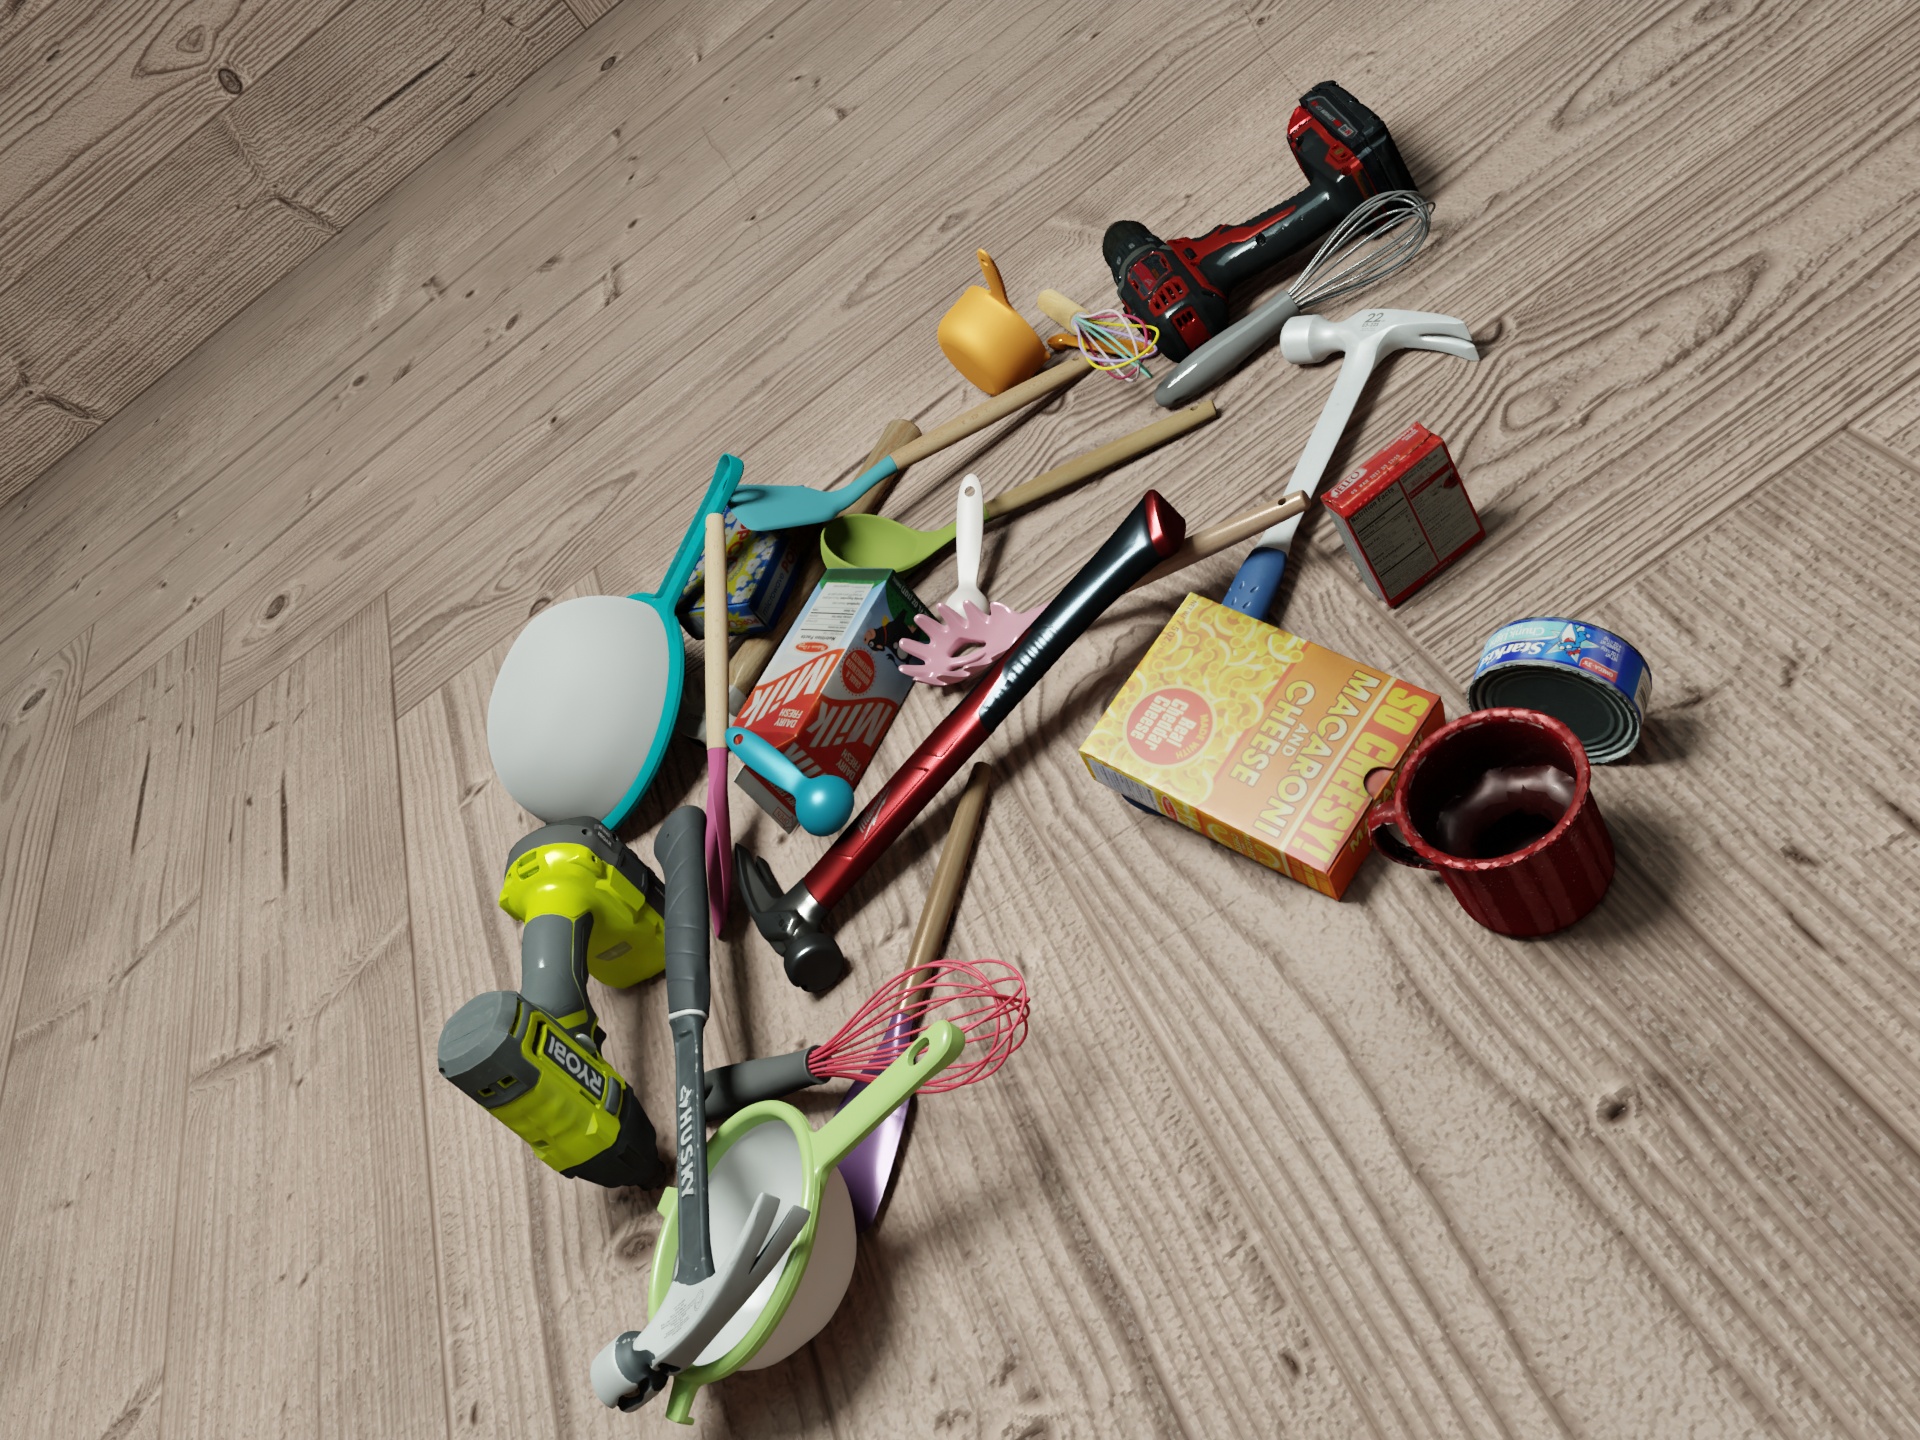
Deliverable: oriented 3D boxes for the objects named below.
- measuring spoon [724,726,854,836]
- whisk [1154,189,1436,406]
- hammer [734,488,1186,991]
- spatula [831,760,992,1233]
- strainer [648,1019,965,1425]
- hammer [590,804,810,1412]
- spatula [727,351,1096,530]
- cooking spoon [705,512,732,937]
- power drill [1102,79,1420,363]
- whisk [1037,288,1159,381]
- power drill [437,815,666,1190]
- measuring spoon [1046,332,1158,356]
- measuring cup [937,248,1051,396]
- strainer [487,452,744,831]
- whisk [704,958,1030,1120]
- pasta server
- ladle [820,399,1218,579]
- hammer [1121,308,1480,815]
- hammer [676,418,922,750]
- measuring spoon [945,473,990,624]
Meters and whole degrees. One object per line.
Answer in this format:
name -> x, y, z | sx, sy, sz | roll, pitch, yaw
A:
measuring spoon -> -0.122, 0.034, 1.062 | 0.129, 0.021, 0.042 | 33, 86, 35
whisk -> 0.242, -0.305, 1.164 | 0.239, 0.055, 0.055 | -35, 40, 14
hammer -> -0.002, -0.003, 1.045 | 0.386, 0.038, 0.143 | -48, 38, 7
spatula -> -0.029, 0.160, 0.980 | 0.060, 0.018, 0.316 | -8, 51, 38
strainer -> -0.068, 0.255, 0.856 | 0.256, 0.069, 0.152 | -46, 31, 19
hammer -> -0.161, 0.189, 0.953 | 0.149, 0.036, 0.409 | -45, 32, 21
spatula -> -0.033, -0.224, 1.258 | 0.317, 0.044, 0.082 | -29, 39, -7
cooking spoon -> -0.174, -0.003, 1.145 | 0.068, 0.017, 0.319 | 130, 139, -66
power drill -> 0.218, -0.390, 1.238 | 0.226, 0.080, 0.188 | -35, 40, 13
whisk -> 0.105, -0.312, 1.258 | 0.047, 0.051, 0.245 | -59, 23, 15
power drill -> -0.243, 0.184, 1.026 | 0.080, 0.171, 0.223 | -28, 33, 16
measuring spoon -> 0.115, -0.301, 1.289 | 0.021, 0.011, 0.117 | -39, 39, -28
measuring cup -> 0.016, -0.315, 1.265 | 0.095, 0.173, 0.052 | 41, 87, 14
strainer -> -0.281, -0.067, 1.235 | 0.340, 0.095, 0.211 | -60, 39, 13
whisk -> -0.069, 0.197, 0.928 | 0.296, 0.073, 0.073 | -25, 41, 38
pasta server -> 0.088, -0.089, 1.063 | 0.316, 0.040, 0.060 | -23, 54, 34
ladle -> 0.040, -0.178, 1.202 | 0.320, 0.062, 0.078 | -23, 37, 17
hammer -> 0.208, -0.116, 1.026 | 0.144, 0.035, 0.406 | 7, 59, 42
hammer -> -0.128, -0.116, 1.297 | 0.130, 0.031, 0.331 | 11, 62, 43
measuring spoon -> 0.004, -0.125, 1.171 | 0.034, 0.018, 0.124 | -2, 77, 15
